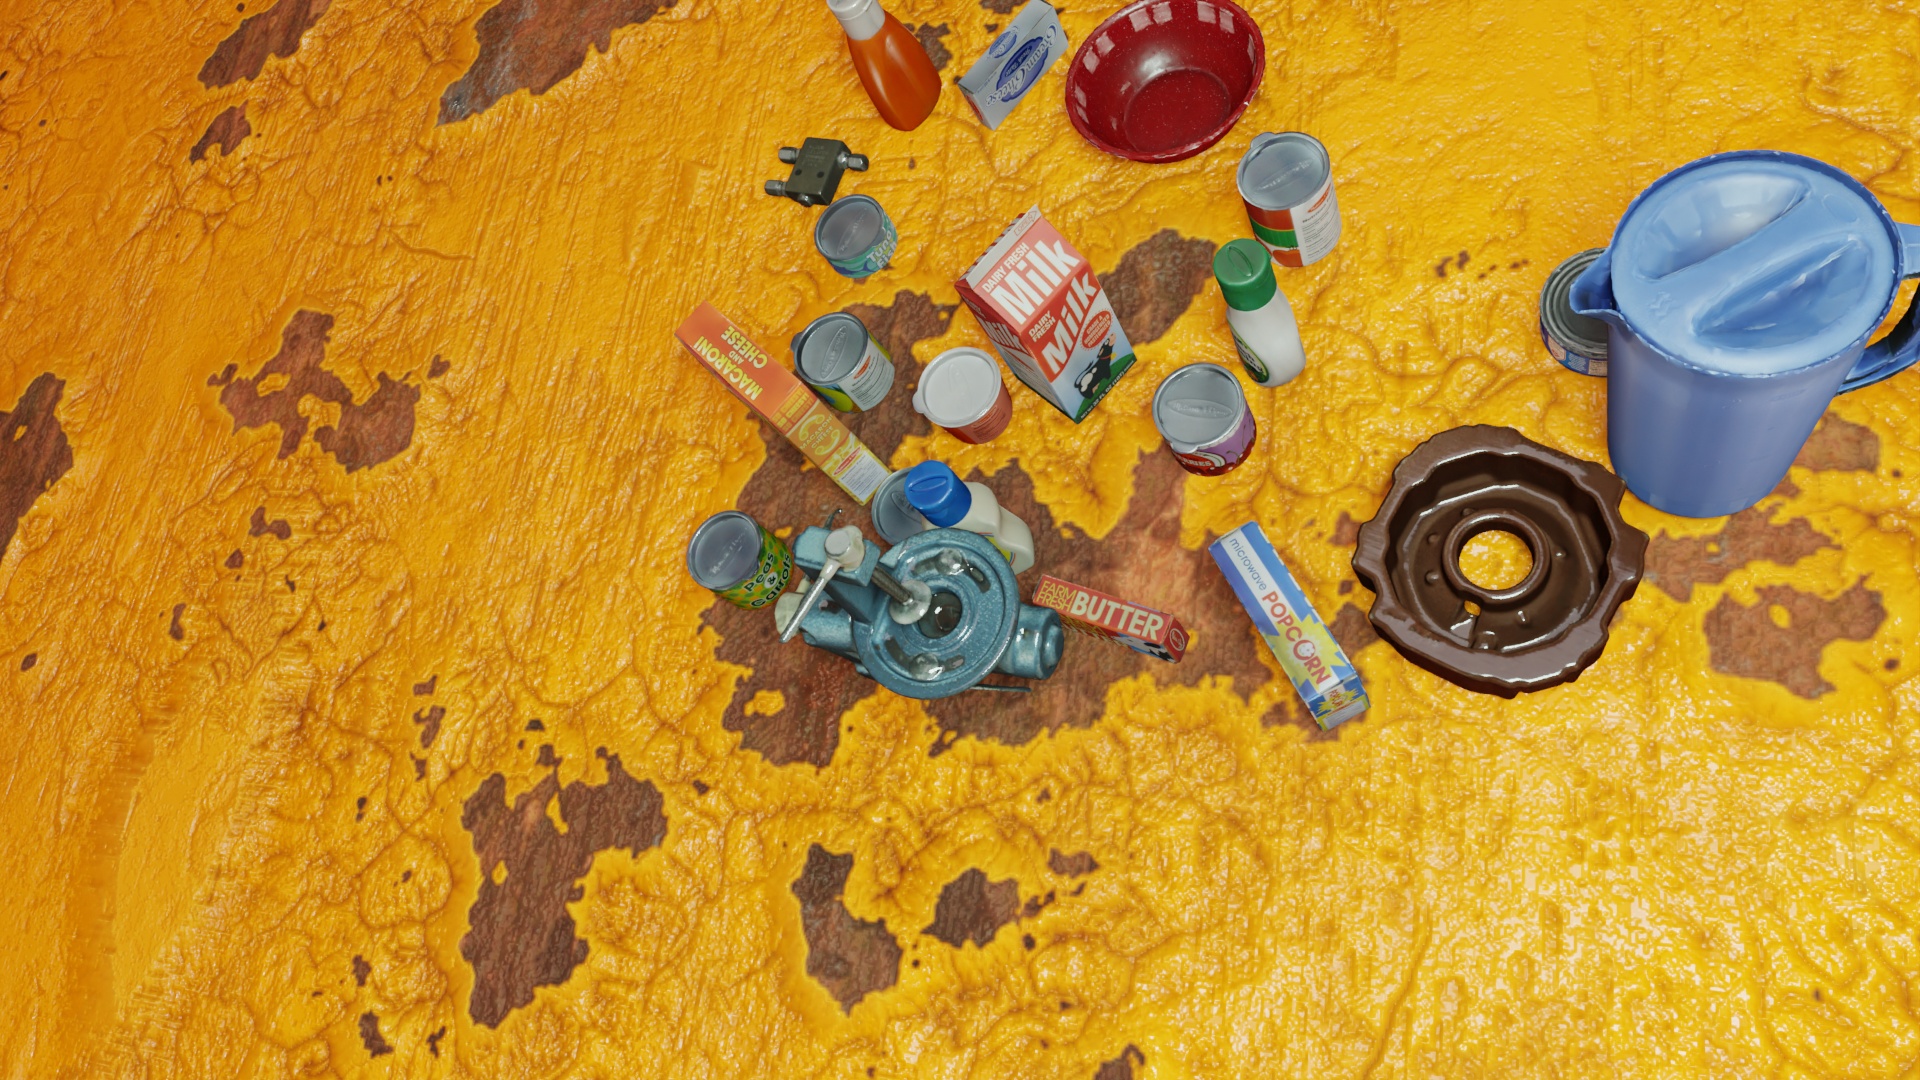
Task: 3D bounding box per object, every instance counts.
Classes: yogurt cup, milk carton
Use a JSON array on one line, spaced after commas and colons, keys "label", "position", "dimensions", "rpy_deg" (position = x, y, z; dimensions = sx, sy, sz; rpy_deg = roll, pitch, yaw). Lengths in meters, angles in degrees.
[{"label": "yogurt cup", "position": [0.007, -0.110, 1.086], "dimensions": [0.072, 0.054, 0.072], "rpy_deg": [-8, 67, 19]}, {"label": "milk carton", "position": [0.059, -0.167, 1.010], "dimensions": [0.072, 0.190, 0.073], "rpy_deg": [-48, 61, -1]}]

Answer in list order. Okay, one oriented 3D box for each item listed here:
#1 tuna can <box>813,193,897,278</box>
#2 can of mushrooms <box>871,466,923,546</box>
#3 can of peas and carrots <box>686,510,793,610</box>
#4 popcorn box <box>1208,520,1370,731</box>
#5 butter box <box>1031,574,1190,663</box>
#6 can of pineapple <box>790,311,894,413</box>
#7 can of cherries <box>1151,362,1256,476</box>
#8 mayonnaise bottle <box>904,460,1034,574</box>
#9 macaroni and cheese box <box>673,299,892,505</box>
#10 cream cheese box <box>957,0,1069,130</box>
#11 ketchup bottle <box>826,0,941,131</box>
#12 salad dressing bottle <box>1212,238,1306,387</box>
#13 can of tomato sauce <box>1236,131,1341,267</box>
[{"label": "tuna can", "position": [-0.088, -0.261, 1.196], "dimensions": [0.071, 0.032, 0.071], "rpy_deg": [-8, 67, 19]}, {"label": "can of mushrooms", "position": [-0.031, -0.023, 1.077], "dimensions": [0.071, 0.033, 0.071], "rpy_deg": [-8, 67, 19]}, {"label": "can of peas and carrots", "position": [-0.172, 0.018, 1.102], "dimensions": [0.071, 0.058, 0.071], "rpy_deg": [-8, 67, 19]}, {"label": "popcorn box", "position": [0.217, 0.057, 0.917], "dimensions": [0.038, 0.085, 0.127], "rpy_deg": [-32, 61, 8]}, {"label": "butter box", "position": [0.106, 0.056, 0.980], "dimensions": [0.103, 0.053, 0.024], "rpy_deg": [17, 77, 27]}, {"label": "can of pineapple", "position": [-0.096, -0.146, 1.139], "dimensions": [0.071, 0.057, 0.071], "rpy_deg": [-8, 67, 19]}, {"label": "can of cherries", "position": [0.176, -0.084, 1.006], "dimensions": [0.071, 0.058, 0.072], "rpy_deg": [-8, 67, 19]}, {"label": "mayonnaise bottle", "position": [0.004, -0.012, 0.994], "dimensions": [0.064, 0.148, 0.041], "rpy_deg": [-14, 65, 16]}, {"label": "macaroni and cheese box", "position": [-0.135, -0.103, 1.075], "dimensions": [0.040, 0.166, 0.124], "rpy_deg": [-48, 61, -1]}, {"label": "cream cheese box", "position": [0.046, -0.408, 1.191], "dimensions": [0.024, 0.053, 0.104], "rpy_deg": [40, 87, 29]}, {"label": "ketchup bottle", "position": [-0.066, -0.417, 1.184], "dimensions": [0.043, 0.148, 0.065], "rpy_deg": [25, 81, 28]}, {"label": "salad dressing bottle", "position": [0.208, -0.159, 0.972], "dimensions": [0.044, 0.147, 0.064], "rpy_deg": [-32, 61, 8]}, {"label": "can of tomato sauce", "position": [0.244, -0.253, 1.033], "dimensions": [0.071, 0.083, 0.071], "rpy_deg": [-8, 67, 19]}]
